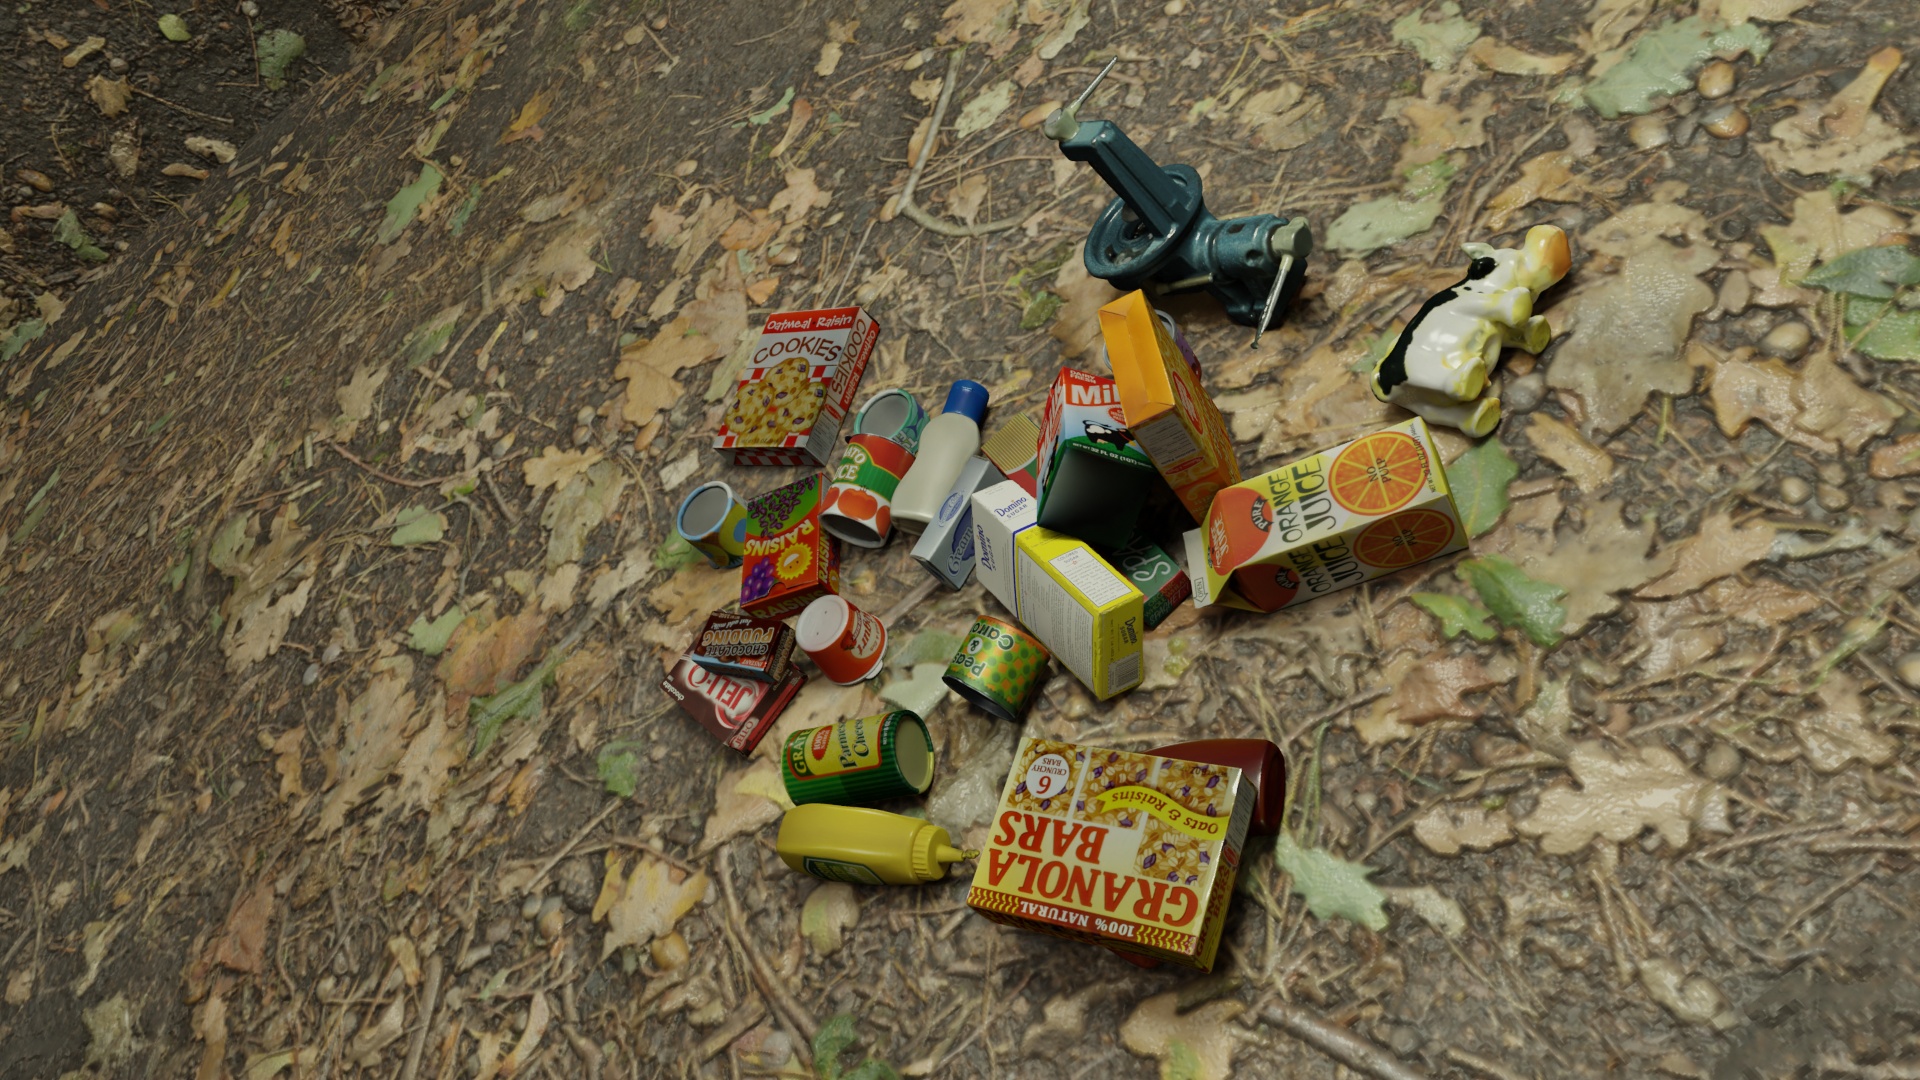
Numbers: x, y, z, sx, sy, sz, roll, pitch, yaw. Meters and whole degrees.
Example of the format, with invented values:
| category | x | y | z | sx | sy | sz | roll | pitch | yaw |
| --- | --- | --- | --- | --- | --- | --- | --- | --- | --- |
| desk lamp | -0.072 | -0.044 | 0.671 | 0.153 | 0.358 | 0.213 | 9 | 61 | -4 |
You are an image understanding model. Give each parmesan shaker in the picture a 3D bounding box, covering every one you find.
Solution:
| category | x | y | z | sx | sy | sz | roll | pitch | yaw |
| --- | --- | --- | --- | --- | --- | --- | --- | --- | --- |
| parmesan shaker | -0.080 | 0.171 | 1.094 | 0.103 | 0.071 | 0.071 | -15 | 53 | 25 |

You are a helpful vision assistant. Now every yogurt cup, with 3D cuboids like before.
| category | x | y | z | sx | sy | sz | roll | pitch | yaw |
| --- | --- | --- | --- | --- | --- | --- | --- | --- | --- |
| yogurt cup | -0.103 | 0.082 | 1.179 | 0.072 | 0.053 | 0.073 | -18 | 51 | 23 |

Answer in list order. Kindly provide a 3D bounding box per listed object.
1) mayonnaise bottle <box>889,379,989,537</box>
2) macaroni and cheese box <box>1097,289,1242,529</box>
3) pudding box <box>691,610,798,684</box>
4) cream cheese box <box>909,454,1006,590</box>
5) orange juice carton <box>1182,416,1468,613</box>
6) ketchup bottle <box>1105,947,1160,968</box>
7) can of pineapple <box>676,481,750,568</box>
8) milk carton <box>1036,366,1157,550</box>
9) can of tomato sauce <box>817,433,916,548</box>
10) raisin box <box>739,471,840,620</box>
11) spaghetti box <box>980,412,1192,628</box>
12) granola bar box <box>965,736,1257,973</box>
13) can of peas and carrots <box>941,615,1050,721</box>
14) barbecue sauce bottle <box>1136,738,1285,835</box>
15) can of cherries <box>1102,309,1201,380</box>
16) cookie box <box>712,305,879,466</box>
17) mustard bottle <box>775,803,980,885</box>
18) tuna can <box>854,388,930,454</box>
| category | x | y | z | sx | sy | sz | roll | pitch | yaw |
| --- | --- | --- | --- | --- | --- | --- | --- | --- | --- |
| mayonnaise bottle | -0.012 | -0.073 | 1.231 | 0.065 | 0.041 | 0.149 | 14 | 64 | 11 |
| macaroni and cheese box | 0.163 | -0.090 | 1.045 | 0.040 | 0.166 | 0.124 | -24 | 49 | 19 |
| pudding box | -0.184 | 0.092 | 1.189 | 0.083 | 0.030 | 0.050 | 6 | 63 | 33 |
| cream cheese box | 0.004 | -0.015 | 1.176 | 0.024 | 0.053 | 0.104 | 19 | 72 | 43 |
| orange juice carton | 0.253 | -0.010 | 0.994 | 0.192 | 0.073 | 0.072 | -21 | 50 | 21 |
| ketchup bottle | 0.085 | 0.233 | 0.957 | 0.149 | 0.043 | 0.065 | 22 | 71 | 42 |
| can of pineapple | -0.229 | -0.013 | 1.326 | 0.071 | 0.057 | 0.071 | -17 | 52 | 23 |
| milk carton | 0.104 | -0.077 | 1.098 | 0.191 | 0.072 | 0.073 | -83 | 10 | -60 |
| can of tomato sauce | -0.085 | -0.045 | 1.244 | 0.071 | 0.071 | 0.083 | 4 | 63 | 36 |
| raisin box | -0.155 | 0.007 | 1.276 | 0.086 | 0.040 | 0.124 | -18 | 52 | 22 |
| spaghetti box | 0.099 | -0.023 | 1.136 | 0.050 | 0.028 | 0.251 | -42 | 46 | 2 |
| granola bar box | 0.099 | 0.202 | 0.911 | 0.165 | 0.039 | 0.125 | 3 | 60 | 35 |
| can of peas and carrots | 0.026 | 0.097 | 1.071 | 0.071 | 0.070 | 0.059 | 19 | 71 | 40 |
| barbecue sauce bottle | 0.146 | 0.169 | 0.960 | 0.148 | 0.043 | 0.065 | -5 | 58 | 32 |
| can of cherries | 0.161 | -0.152 | 1.164 | 0.071 | 0.058 | 0.072 | -18 | 52 | 24 |
| cookie box | -0.163 | -0.154 | 1.394 | 0.123 | 0.040 | 0.168 | 2 | 62 | 34 |
| mustard bottle | -0.059 | 0.231 | 1.041 | 0.160 | 0.065 | 0.049 | -2 | 55 | 28 |
| tuna can | -0.064 | -0.106 | 1.298 | 0.071 | 0.032 | 0.071 | -18 | 51 | 23 |
